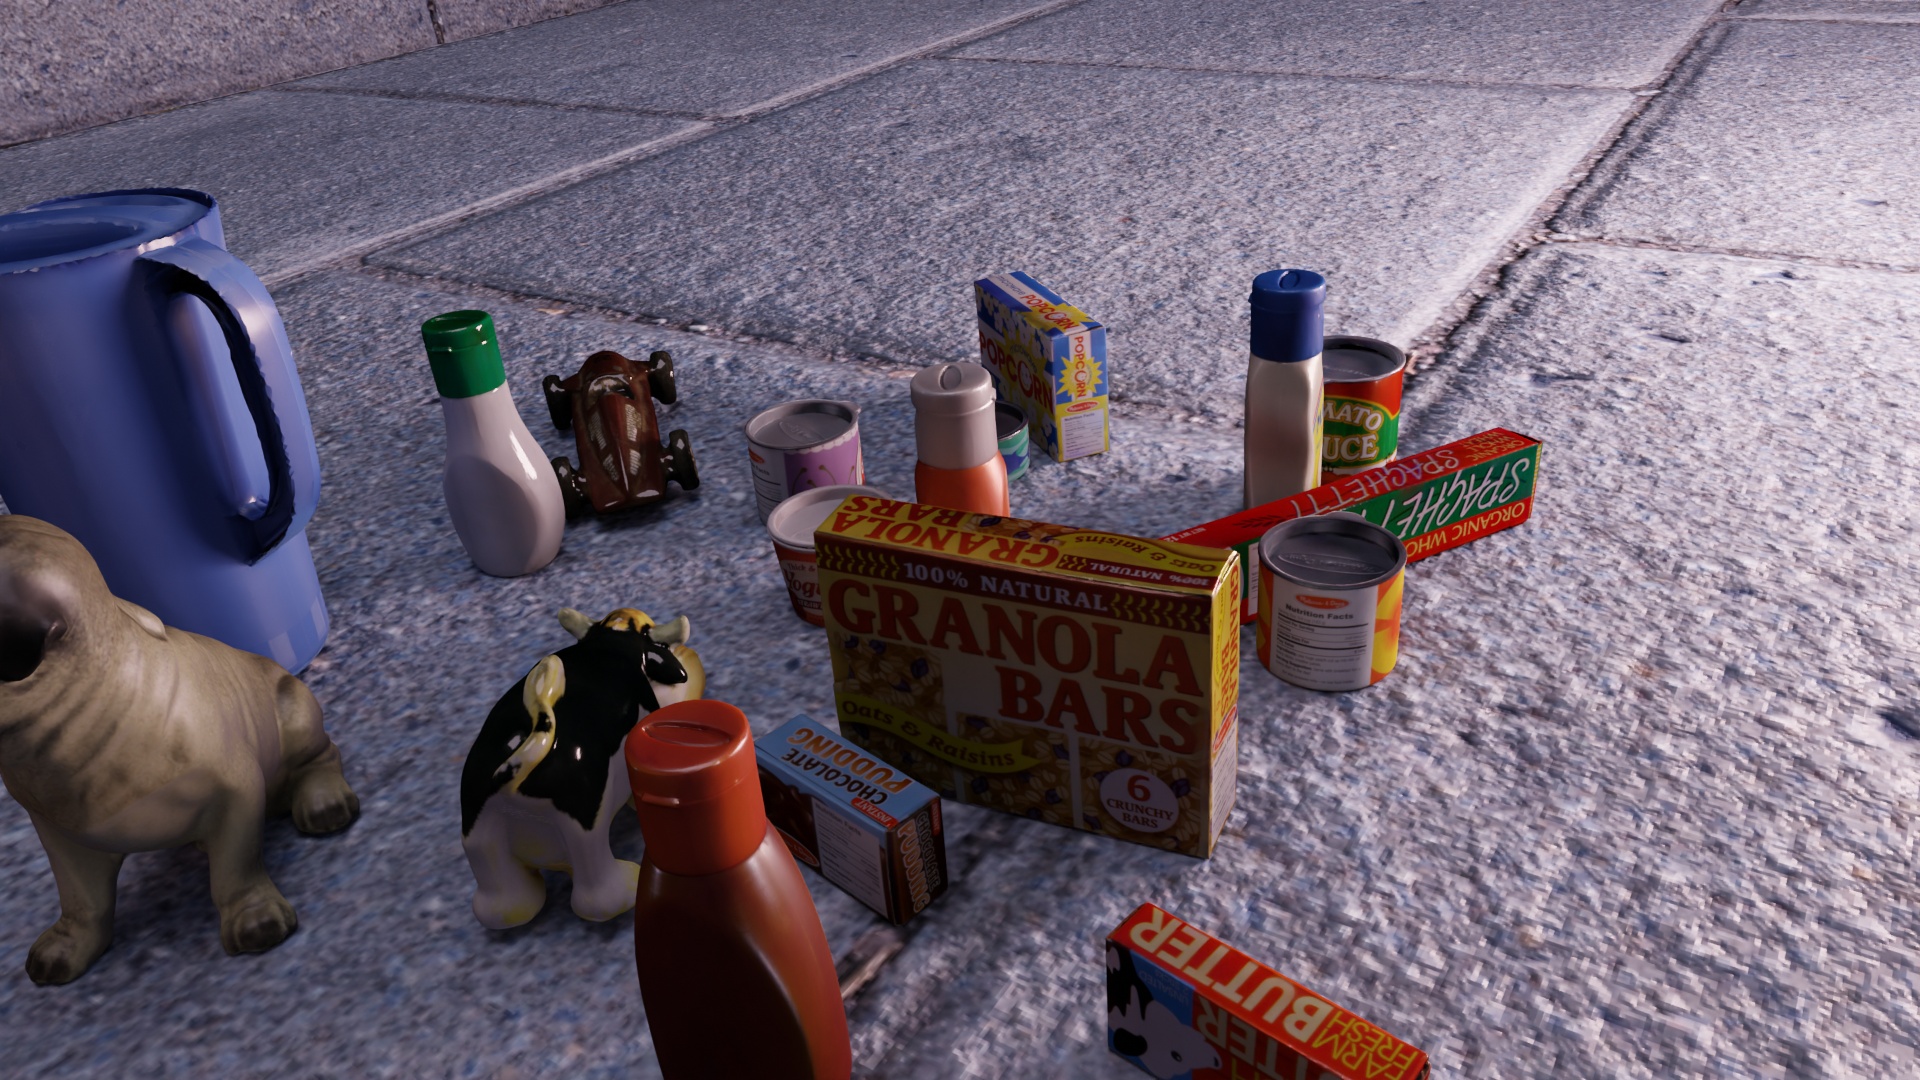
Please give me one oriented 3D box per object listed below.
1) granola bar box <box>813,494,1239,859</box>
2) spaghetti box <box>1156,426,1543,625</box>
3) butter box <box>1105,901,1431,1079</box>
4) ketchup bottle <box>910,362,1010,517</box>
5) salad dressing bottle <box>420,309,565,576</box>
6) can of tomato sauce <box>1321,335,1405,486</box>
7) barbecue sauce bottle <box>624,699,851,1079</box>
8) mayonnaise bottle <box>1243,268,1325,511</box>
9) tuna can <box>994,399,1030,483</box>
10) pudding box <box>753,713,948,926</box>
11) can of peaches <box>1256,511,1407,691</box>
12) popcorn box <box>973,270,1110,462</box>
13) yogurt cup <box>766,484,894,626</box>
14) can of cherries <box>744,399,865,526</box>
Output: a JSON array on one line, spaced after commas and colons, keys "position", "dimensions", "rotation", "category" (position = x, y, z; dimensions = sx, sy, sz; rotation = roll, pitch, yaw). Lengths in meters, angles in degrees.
[{"position": [0.026, 0.053, 0.560], "dimensions": [0.165, 0.123, 0.039], "rotation": [9, 32, 23], "category": "granola bar box"}, {"position": [0.192, -0.002, 0.708], "dimensions": [0.251, 0.050, 0.029], "rotation": [-17, 31, -21], "category": "spaghetti box"}, {"position": [0.093, 0.160, 0.433], "dimensions": [0.103, 0.053, 0.024], "rotation": [21, 38, 38], "category": "butter box"}, {"position": [0.002, -0.008, 0.648], "dimensions": [0.043, 0.148, 0.065], "rotation": [-4, 29, 2], "category": "ketchup bottle"}, {"position": [-0.261, -0.053, 0.770], "dimensions": [0.064, 0.147, 0.044], "rotation": [2, 30, 14], "category": "salad dressing bottle"}, {"position": [0.213, -0.064, 0.782], "dimensions": [0.071, 0.082, 0.071], "rotation": [-4, 29, 2], "category": "can of tomato sauce"}, {"position": [-0.073, 0.120, 0.433], "dimensions": [0.065, 0.147, 0.044], "rotation": [6, 31, 19], "category": "barbecue sauce bottle"}, {"position": [0.169, -0.065, 0.724], "dimensions": [0.041, 0.147, 0.065], "rotation": [5, 30, 17], "category": "mayonnaise bottle"}, {"position": [0.008, -0.059, 0.856], "dimensions": [0.071, 0.032, 0.071], "rotation": [-4, 29, 2], "category": "tuna can"}, {"position": [-0.045, 0.108, 0.549], "dimensions": [0.084, 0.049, 0.030], "rotation": [22, 39, 39], "category": "pudding box"}, {"position": [0.173, 0.028, 0.650], "dimensions": [0.071, 0.057, 0.071], "rotation": [-4, 29, 2], "category": "can of peaches"}, {"position": [0.051, -0.114, 0.894], "dimensions": [0.038, 0.084, 0.127], "rotation": [-15, 31, -17], "category": "popcorn box"}, {"position": [-0.064, 0.009, 0.725], "dimensions": [0.072, 0.053, 0.073], "rotation": [-4, 29, 2], "category": "yogurt cup"}, {"position": [-0.088, -0.044, 0.818], "dimensions": [0.071, 0.058, 0.072], "rotation": [-4, 29, 2], "category": "can of cherries"}]
